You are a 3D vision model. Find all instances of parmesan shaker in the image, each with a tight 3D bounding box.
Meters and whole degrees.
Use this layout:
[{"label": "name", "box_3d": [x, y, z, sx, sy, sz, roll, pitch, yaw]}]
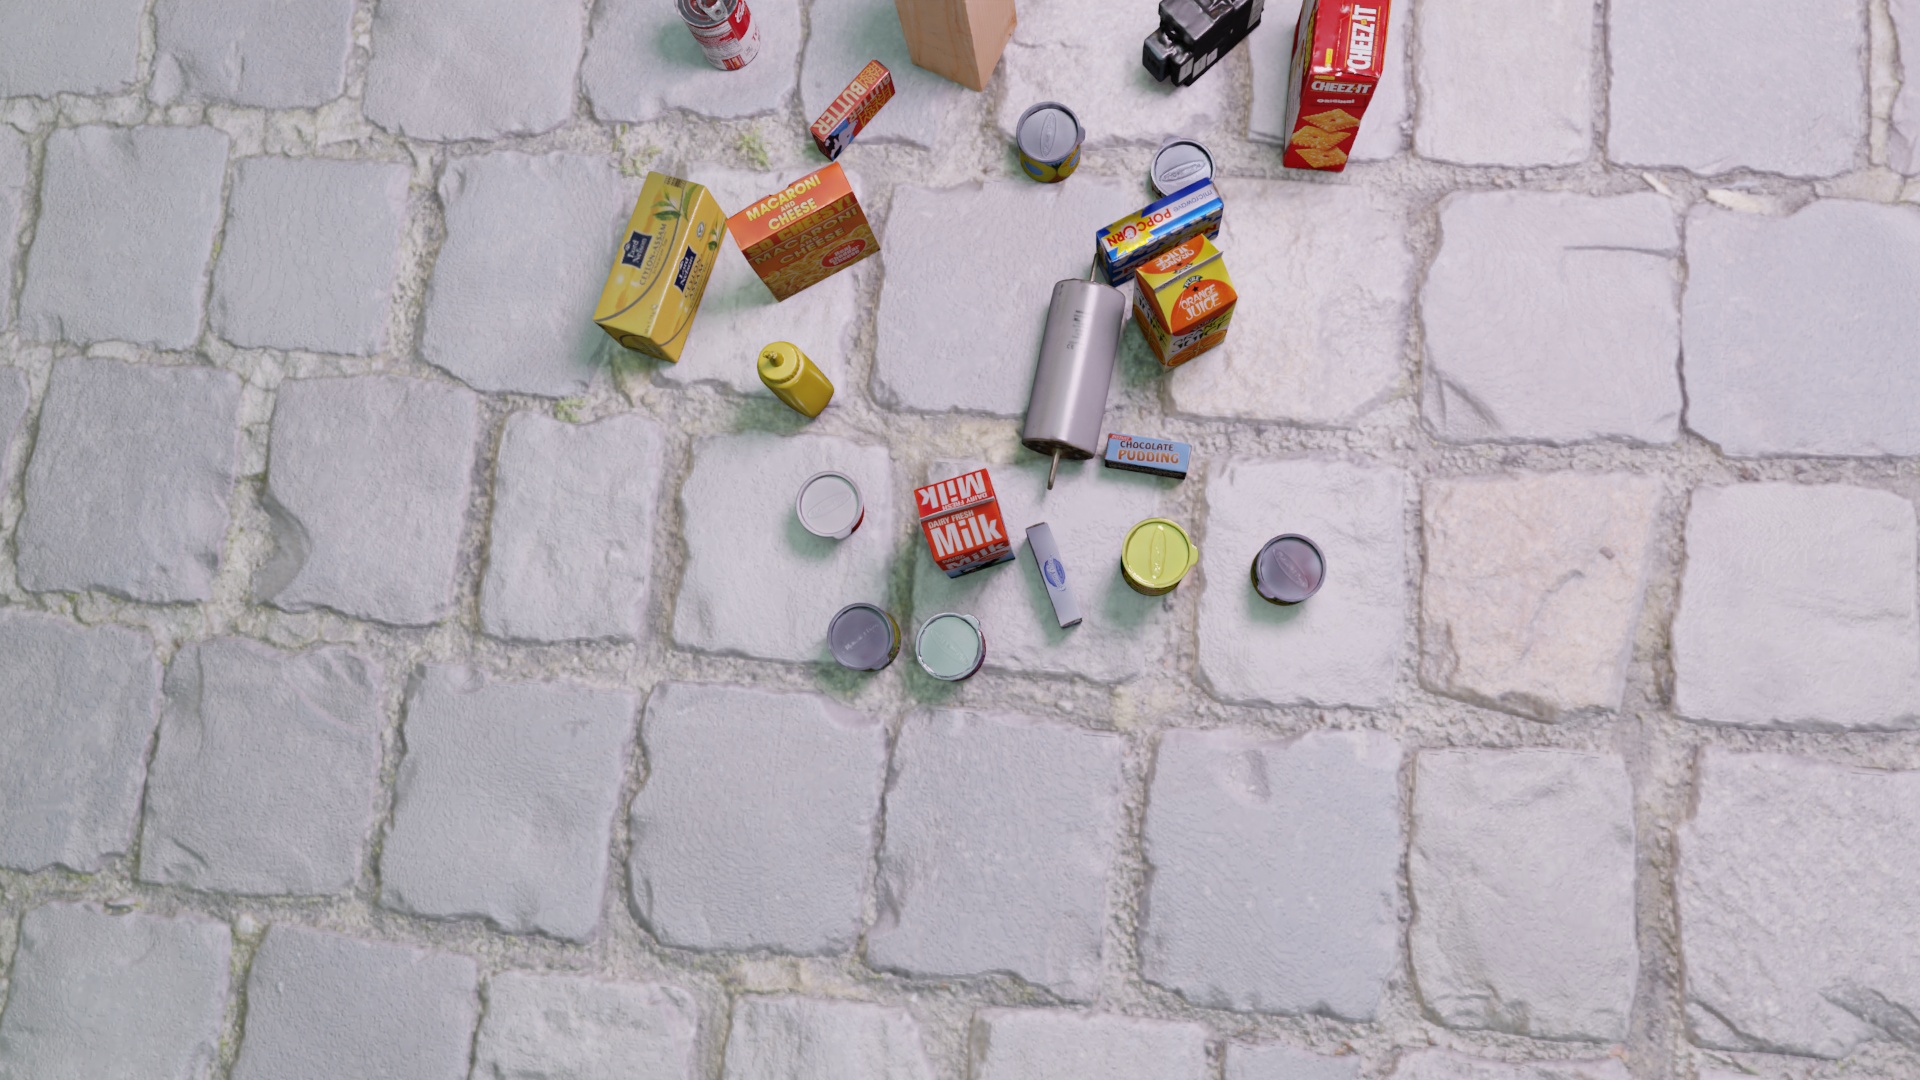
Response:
[{"label": "parmesan shaker", "box_3d": [0.190, 0.018, 1.340, 0.071, 0.103, 0.071, -1, 82, 6]}]

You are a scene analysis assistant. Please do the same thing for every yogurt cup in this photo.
[{"label": "yogurt cup", "box_3d": [-0.128, -0.033, 1.403, 0.072, 0.054, 0.072, -1, 82, 5]}]

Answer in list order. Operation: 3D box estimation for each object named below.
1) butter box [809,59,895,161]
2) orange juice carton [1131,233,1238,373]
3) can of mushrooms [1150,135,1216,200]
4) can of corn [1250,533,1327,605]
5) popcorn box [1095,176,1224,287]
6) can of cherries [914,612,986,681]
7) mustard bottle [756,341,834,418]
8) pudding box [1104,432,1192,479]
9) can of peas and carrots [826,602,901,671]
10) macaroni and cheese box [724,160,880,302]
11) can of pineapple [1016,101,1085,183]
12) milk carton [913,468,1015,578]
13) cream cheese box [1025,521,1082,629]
[{"label": "butter box", "box_3d": [-0.113, -0.453, 1.463, 0.024, 0.053, 0.103, 41, 88, 9]}, {"label": "orange juice carton", "box_3d": [0.213, -0.229, 1.328, 0.072, 0.192, 0.073, -28, 81, 2]}, {"label": "can of mushrooms", "box_3d": [0.228, -0.378, 1.429, 0.071, 0.033, 0.071, -1, 82, 5]}, {"label": "can of corn", "box_3d": [0.316, 0.031, 1.349, 0.071, 0.058, 0.071, -1, 82, 6]}, {"label": "popcorn box", "box_3d": [0.199, -0.308, 1.395, 0.127, 0.085, 0.038, -26, 81, 1]}, {"label": "can of cherries", "box_3d": [-0.007, 0.104, 1.369, 0.071, 0.058, 0.071, -1, 82, 6]}, {"label": "mustard bottle", "box_3d": [-0.168, -0.164, 1.372, 0.065, 0.160, 0.049, 36, 87, 9]}, {"label": "pudding box", "box_3d": [0.186, -0.084, 1.382, 0.084, 0.049, 0.030, 10, 83, 7]}, {"label": "can of peas and carrots", "box_3d": [-0.093, 0.099, 1.378, 0.071, 0.058, 0.071, -1, 82, 6]}, {"label": "macaroni and cheese box", "box_3d": [-0.155, -0.306, 1.388, 0.124, 0.166, 0.040, -28, 81, 1]}, {"label": "can of pineapple", "box_3d": [0.093, -0.409, 1.434, 0.071, 0.058, 0.071, -1, 82, 6]}, {"label": "milk carton", "box_3d": [0.005, -0.017, 1.319, 0.072, 0.190, 0.073, -17, 81, 3]}, {"label": "cream cheese box", "box_3d": [0.093, 0.035, 1.372, 0.024, 0.053, 0.104, -20, 81, 3]}]
